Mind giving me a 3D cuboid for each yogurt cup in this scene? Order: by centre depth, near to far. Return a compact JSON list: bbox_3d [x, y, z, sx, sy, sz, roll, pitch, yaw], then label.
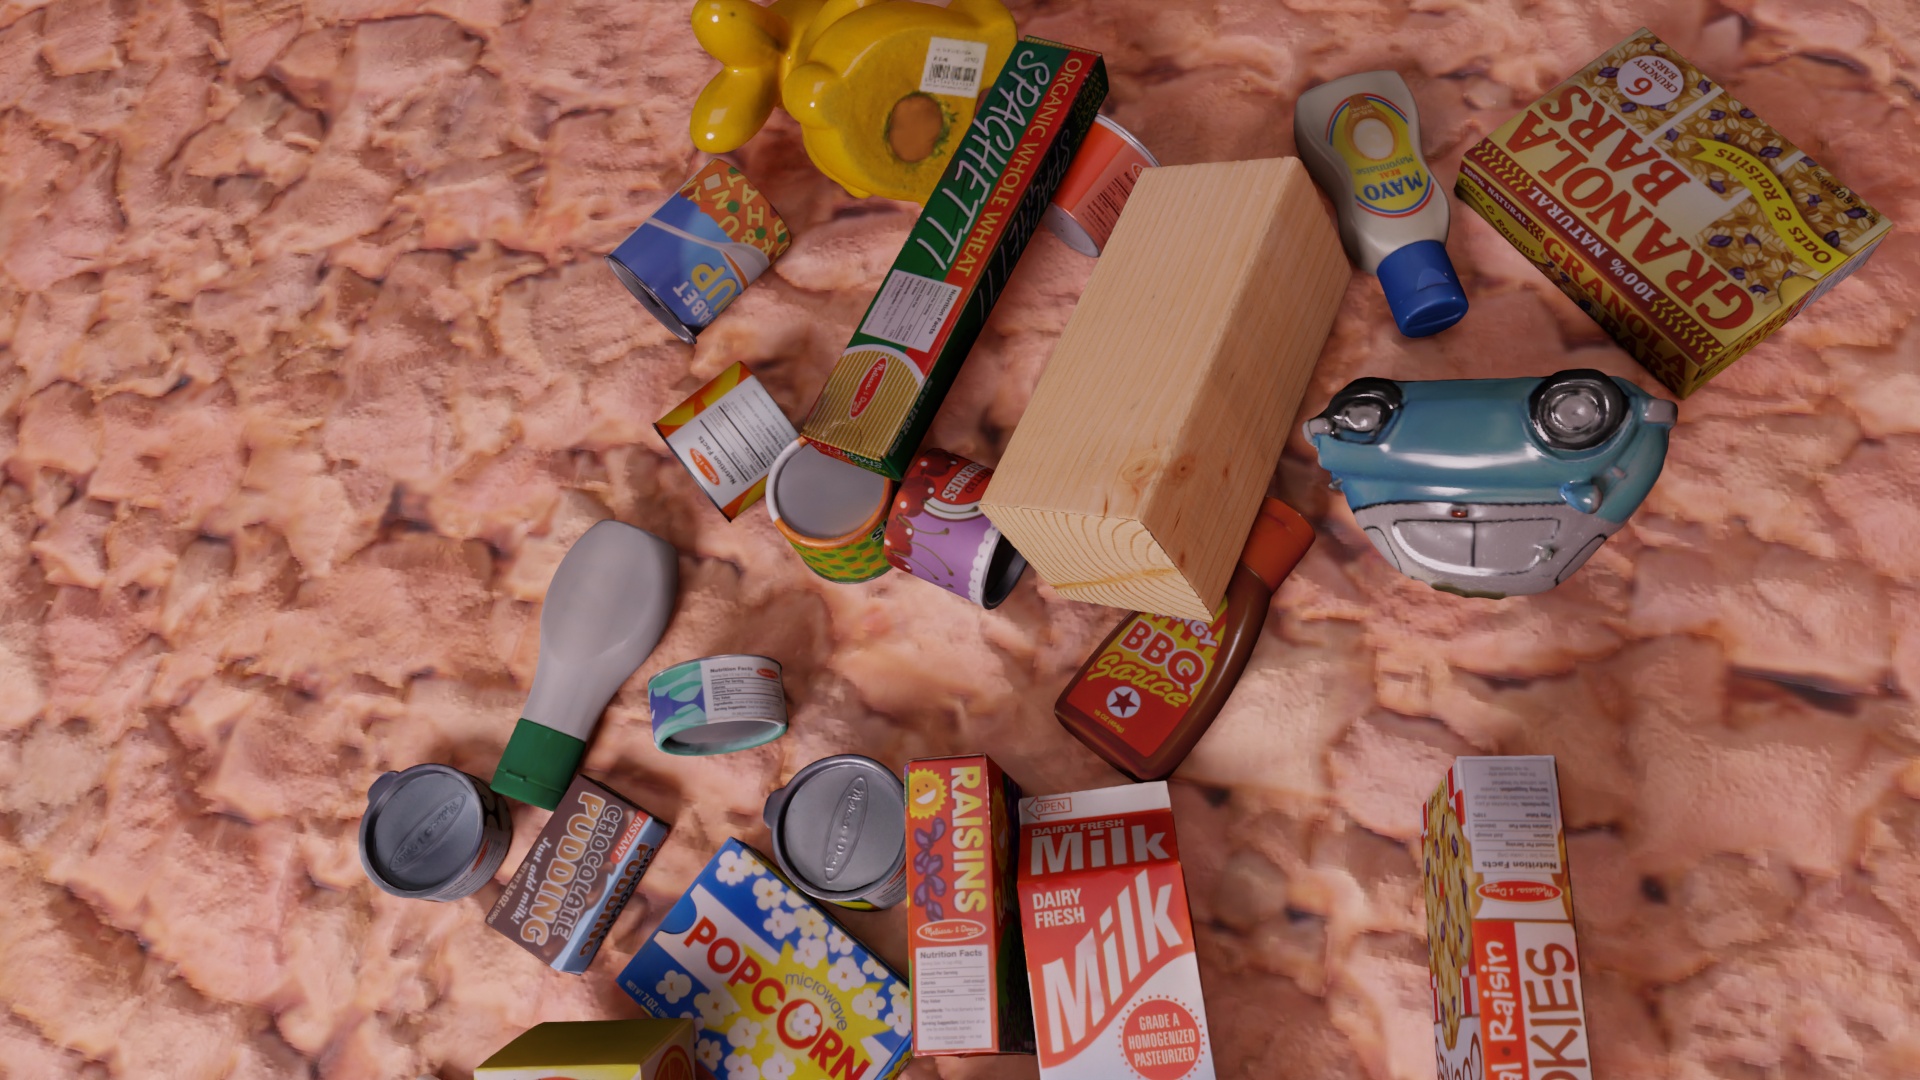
[{"bbox_3d":[0.072,-0.192,0.758,0.072,0.072,0.054,39,88,21],"label":"yogurt cup"}]

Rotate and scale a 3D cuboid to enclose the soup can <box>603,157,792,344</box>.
[{"bbox_3d":[-0.144,-0.161,0.781,0.071,0.071,0.084,40,80,21],"label":"soup can"}]

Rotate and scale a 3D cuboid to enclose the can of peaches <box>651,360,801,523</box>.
[{"bbox_3d":[-0.120,-0.053,0.736,0.058,0.071,0.071,-38,68,-6],"label":"can of peaches"}]

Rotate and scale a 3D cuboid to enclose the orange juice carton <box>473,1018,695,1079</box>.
[{"bbox_3d":[-0.152,0.306,0.580,0.072,0.073,0.192,-4,86,6],"label":"orange juice carton"}]

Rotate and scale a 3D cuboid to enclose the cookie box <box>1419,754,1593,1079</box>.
[{"bbox_3d":[0.214,0.180,0.555,0.040,0.122,0.168,-1,69,10],"label":"cookie box"}]

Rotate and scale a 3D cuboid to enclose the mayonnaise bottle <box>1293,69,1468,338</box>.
[{"bbox_3d":[0.227,-0.179,0.737,0.065,0.041,0.148,-14,67,2],"label":"mayonnaise bottle"}]

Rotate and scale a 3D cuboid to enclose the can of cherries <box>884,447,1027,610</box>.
[{"bbox_3d":[0.002,-0.009,0.693,0.058,0.071,0.071,24,75,18],"label":"can of cherries"}]

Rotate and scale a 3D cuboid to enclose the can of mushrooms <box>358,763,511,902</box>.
[{"bbox_3d":[-0.265,0.146,0.699,0.071,0.033,0.071,-3,69,9],"label":"can of mushrooms"}]

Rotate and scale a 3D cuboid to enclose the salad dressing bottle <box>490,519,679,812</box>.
[{"bbox_3d":[-0.194,0.064,0.714,0.064,0.044,0.148,17,74,13],"label":"salad dressing bottle"}]

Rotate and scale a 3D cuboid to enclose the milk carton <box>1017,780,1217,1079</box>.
[{"bbox_3d":[0.070,0.201,0.598,0.072,0.073,0.191,-9,68,7],"label":"milk carton"}]

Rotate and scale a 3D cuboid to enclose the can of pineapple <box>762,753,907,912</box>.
[{"bbox_3d":[-0.050,0.137,0.652,0.071,0.057,0.071,-3,68,8],"label":"can of pineapple"}]

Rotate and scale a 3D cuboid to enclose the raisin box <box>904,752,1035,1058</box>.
[{"bbox_3d":[0.005,0.164,0.617,0.040,0.086,0.124,-7,68,12],"label":"raisin box"}]

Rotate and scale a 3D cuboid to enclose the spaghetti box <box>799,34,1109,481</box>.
[{"bbox_3d":[0.002,-0.147,0.700,0.050,0.028,0.250,21,74,25],"label":"spaghetti box"}]

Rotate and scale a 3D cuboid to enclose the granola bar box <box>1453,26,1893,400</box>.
[{"bbox_3d":[0.359,-0.171,0.712,0.124,0.039,0.166,-36,67,-5],"label":"granola bar box"}]

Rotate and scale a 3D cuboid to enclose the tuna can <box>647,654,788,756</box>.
[{"bbox_3d":[-0.120,0.082,0.683,0.071,0.071,0.033,-13,69,5],"label":"tuna can"}]

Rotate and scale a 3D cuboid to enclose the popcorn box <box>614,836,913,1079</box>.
[{"bbox_3d":[-0.082,0.211,0.640,0.127,0.038,0.085,35,80,20],"label":"popcorn box"}]

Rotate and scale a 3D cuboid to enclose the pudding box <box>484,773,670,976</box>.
[{"bbox_3d":[-0.186,0.164,0.680,0.050,0.030,0.084,27,76,17],"label":"pudding box"}]

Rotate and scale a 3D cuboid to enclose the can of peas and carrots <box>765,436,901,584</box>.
[{"bbox_3d":[-0.059,-0.017,0.713,0.071,0.058,0.071,-3,69,9],"label":"can of peas and carrots"}]

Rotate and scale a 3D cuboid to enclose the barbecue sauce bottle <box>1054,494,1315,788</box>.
[{"bbox_3d":[0.113,0.044,0.668,0.065,0.043,0.149,34,78,28],"label":"barbecue sauce bottle"}]
